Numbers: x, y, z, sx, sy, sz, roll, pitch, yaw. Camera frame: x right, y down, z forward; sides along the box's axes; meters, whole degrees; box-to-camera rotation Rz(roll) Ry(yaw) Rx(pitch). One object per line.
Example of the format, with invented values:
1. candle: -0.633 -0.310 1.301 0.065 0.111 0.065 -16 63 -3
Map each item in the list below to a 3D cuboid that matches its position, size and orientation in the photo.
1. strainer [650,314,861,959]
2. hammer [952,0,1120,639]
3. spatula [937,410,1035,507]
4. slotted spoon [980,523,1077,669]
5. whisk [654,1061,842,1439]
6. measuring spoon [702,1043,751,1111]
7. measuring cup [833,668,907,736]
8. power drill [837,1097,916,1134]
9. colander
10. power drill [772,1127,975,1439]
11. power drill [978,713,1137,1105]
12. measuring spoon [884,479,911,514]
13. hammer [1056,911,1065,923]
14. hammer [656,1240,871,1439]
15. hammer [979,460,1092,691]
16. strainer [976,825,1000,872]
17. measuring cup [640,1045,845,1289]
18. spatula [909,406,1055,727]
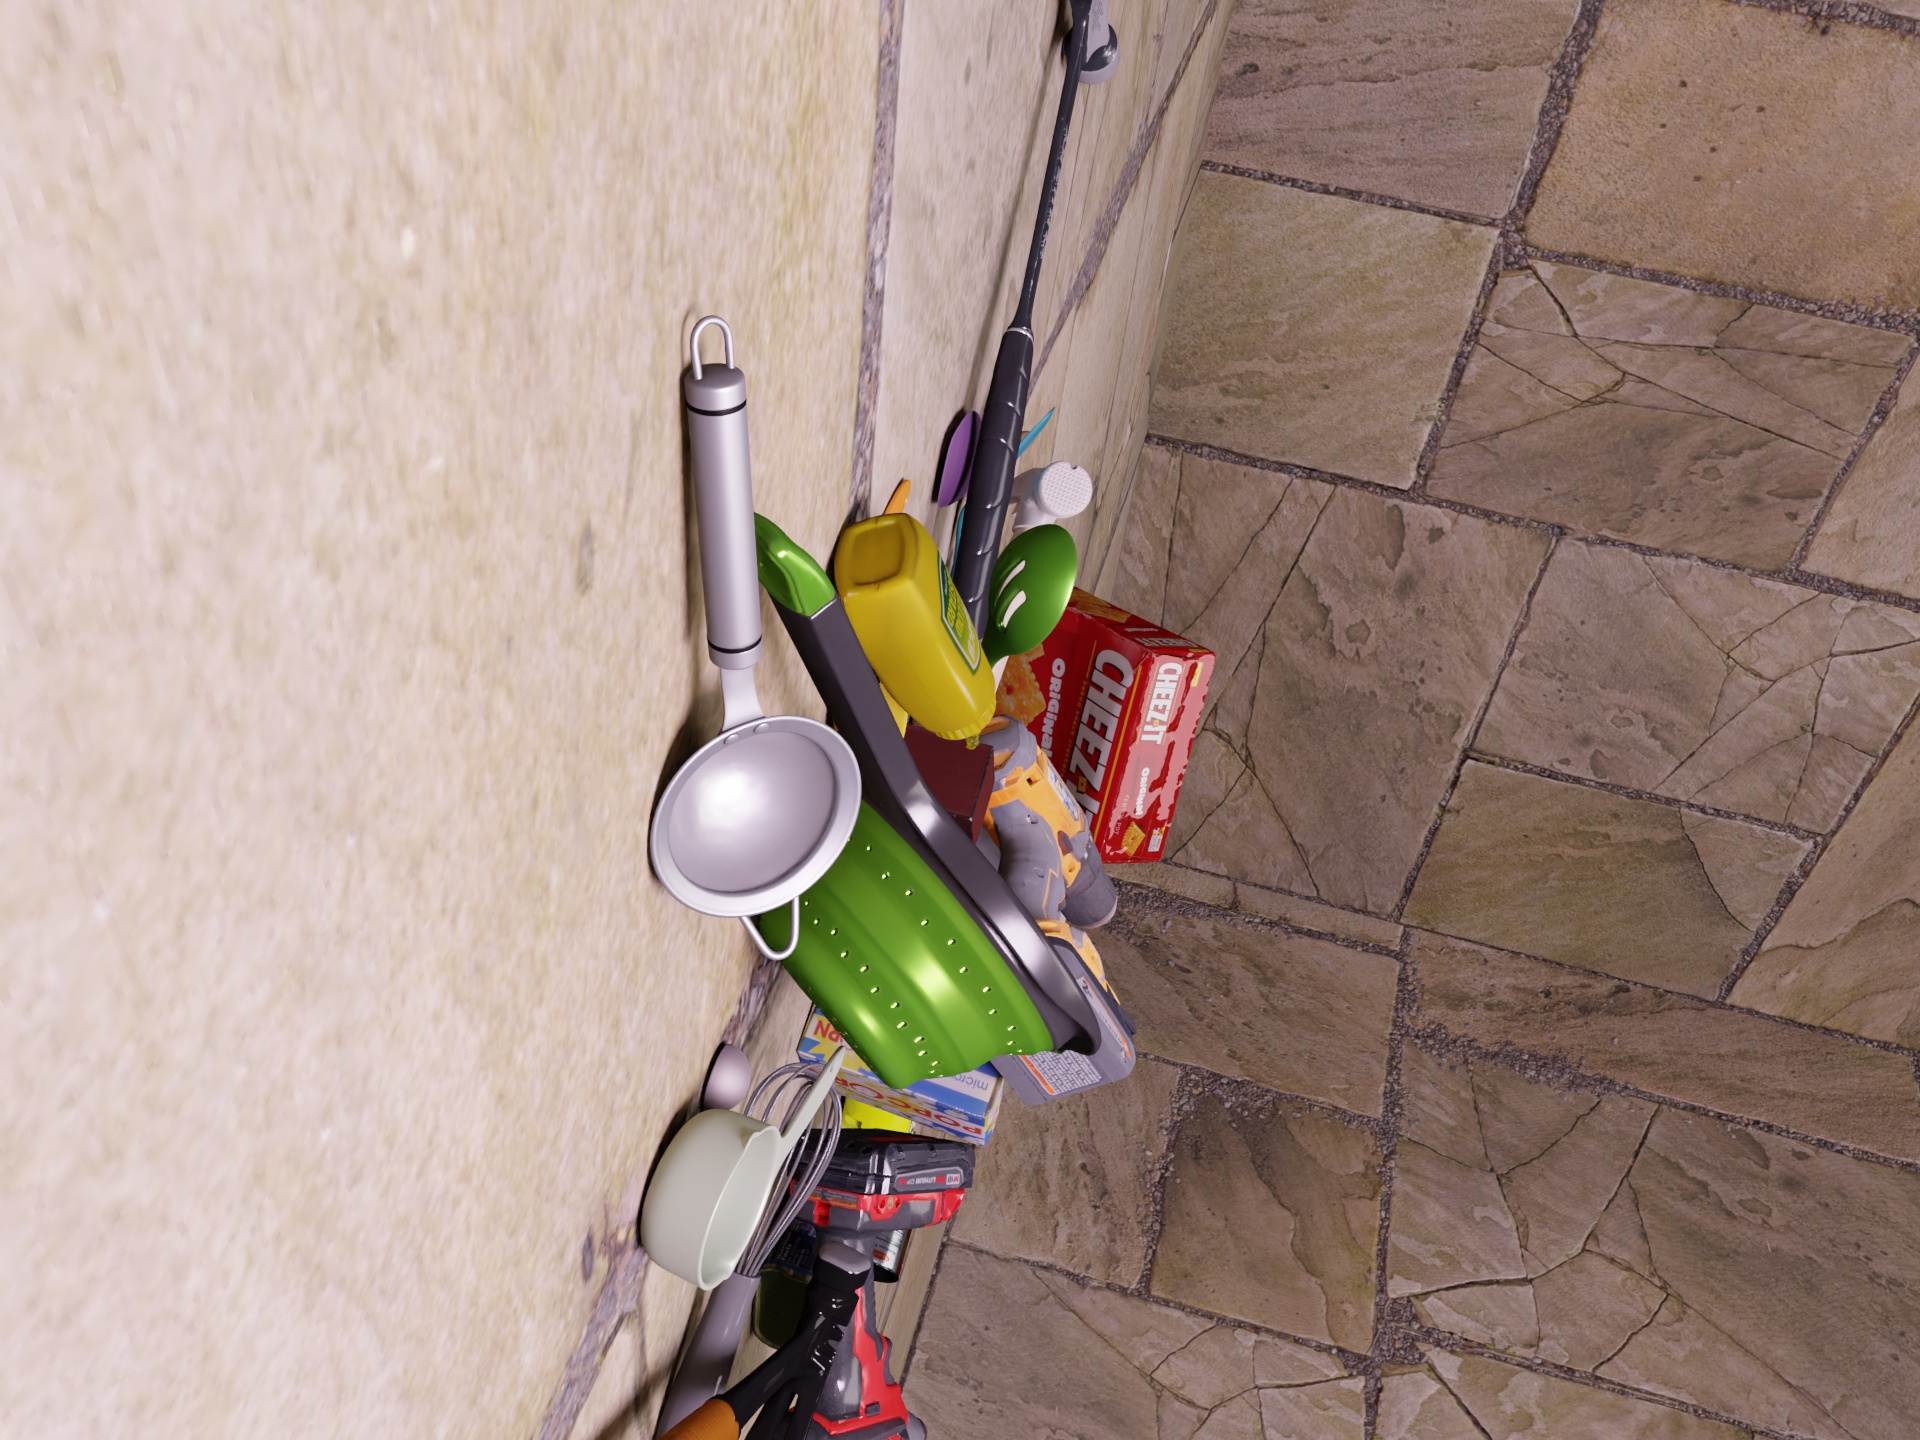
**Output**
1. strainer: -0.079 -0.021 0.561 0.087 0.050 0.258 -20 133 -26
2. hammer: 0.040 -0.250 0.974 0.149 0.036 0.409 2 99 -81
3. spatula: 0.022 -0.188 1.099 0.316 0.018 0.059 -48 152 -73
4. slotted spoon: -0.002 -0.003 0.978 0.313 0.031 0.070 118 -35 -47
5. whisk: -0.119 0.297 0.852 0.055 0.055 0.239 58 51 -80
6. measuring spoon: -0.121 0.218 0.779 0.034 0.018 0.124 -48 152 -75
7. measuring cup: -0.060 -0.023 0.789 0.156 0.029 0.062 50 45 -66
8. power drill: -0.045 0.295 1.303 0.223 0.080 0.171 -32 136 -74
9. colander: -0.051 0.065 0.717 0.094 0.205 0.396 -39 144 -13
10. power drill: -0.057 0.370 0.989 0.143 0.078 0.220 22 72 -55
11. power drill: 0.058 0.130 1.016 0.185 0.084 0.226 56 21 -37
12. measuring spoon: -0.041 -0.087 0.831 0.021 0.011 0.117 96 11 -48
13. hammer: 0.005 0.156 1.099 0.130 0.031 0.331 -68 156 -3
14. hammer: -0.126 0.349 0.759 0.127 0.034 0.336 -69 165 1
15. hammer: -0.004 0.020 1.127 0.146 0.038 0.411 180 -71 -76
16. strainer: -0.032 0.180 1.198 0.256 0.069 0.151 -56 139 -41
17. measuring cup: -0.100 0.197 0.757 0.168 0.038 0.083 -49 153 -62
18. spatula: 0.002 -0.062 1.079 0.082 0.044 0.317 -77 -178 -81
